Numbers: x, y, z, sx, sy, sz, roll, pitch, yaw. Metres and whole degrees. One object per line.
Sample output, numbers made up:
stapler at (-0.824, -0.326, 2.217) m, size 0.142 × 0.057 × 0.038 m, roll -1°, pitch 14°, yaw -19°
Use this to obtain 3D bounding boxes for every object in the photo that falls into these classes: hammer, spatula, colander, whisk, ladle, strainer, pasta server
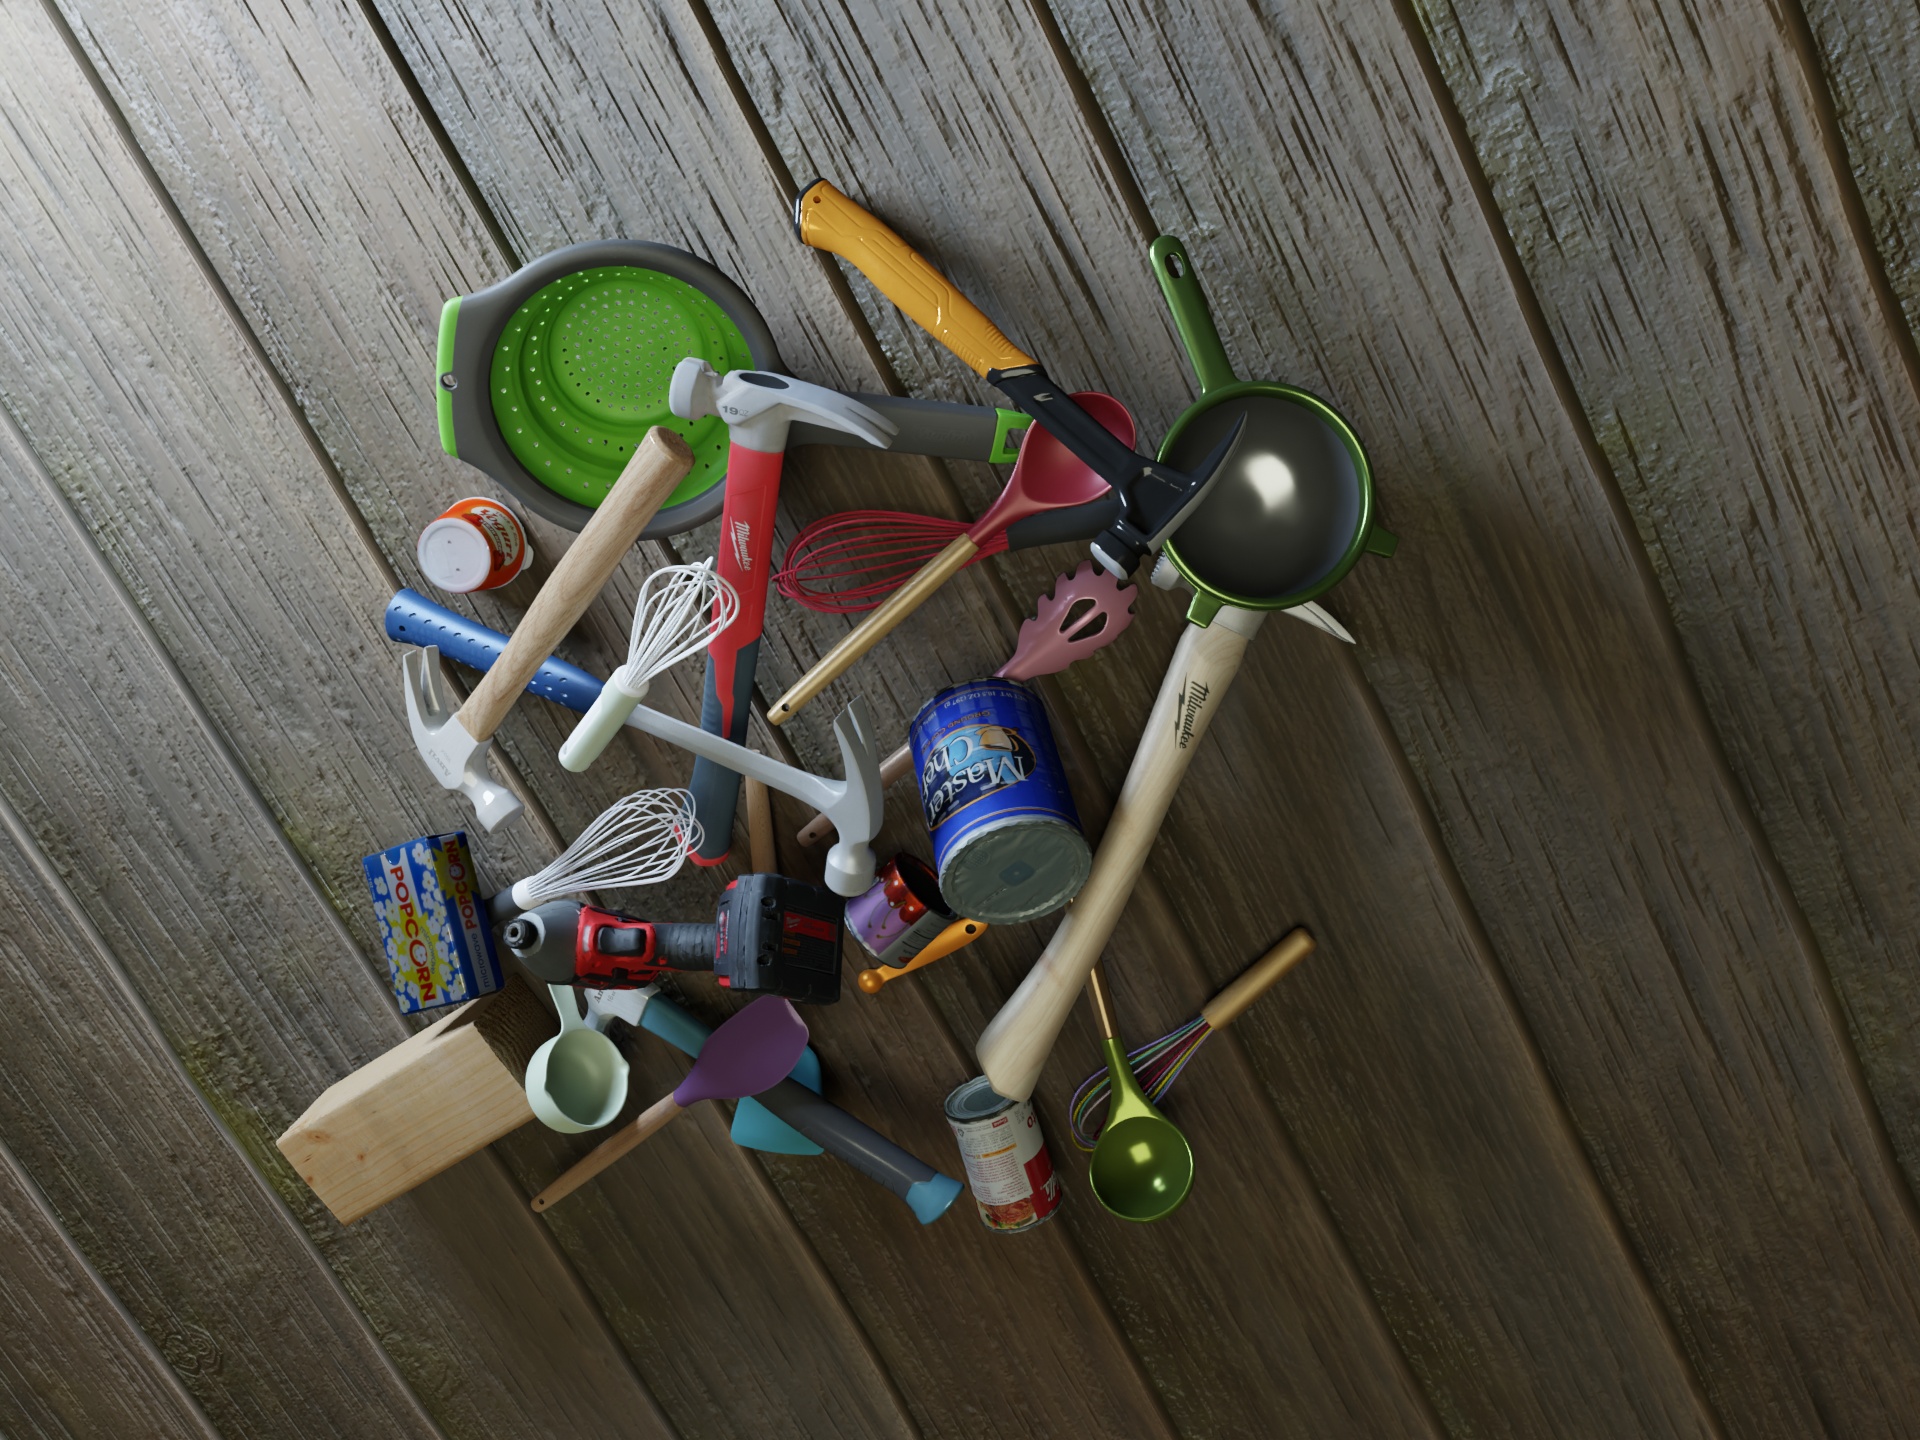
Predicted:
hammer at (0.024, -0.243, 1.023) m, size 0.337 × 0.034 × 0.127 m, roll 42°, pitch 89°, yaw 12°
spatula at (-0.229, 0.304, 1.219) m, size 0.316 × 0.018 × 0.060 m, roll -38°, pitch 84°, yaw 25°
colander at (-0.143, -0.225, 1.076) m, size 0.397 × 0.095 × 0.204 m, roll 4°, pitch 122°, yaw -13°
hammer at (-0.276, -0.070, 1.064) m, size 0.130 × 0.031 × 0.331 m, roll 47°, pitch 120°, yaw 7°
whisk at (-0.211, -0.030, 1.030) m, size 0.059 × 0.058 × 0.246 m, roll 23°, pitch 140°, yaw -23°
hammer at (0.127, 0.086, 1.121) m, size 0.146 × 0.038 × 0.410 m, roll 24°, pitch 97°, yaw -2°
ladle at (0.102, 0.208, 1.161) m, size 0.078 × 0.062 × 0.320 m, roll -15°, pitch 91°, yaw 10°
whisk at (0.013, -0.125, 1.100) m, size 0.296 × 0.073 × 0.073 m, roll -10°, pitch 106°, yaw 4°
hammer at (-0.232, -0.012, 1.107) m, size 0.406 × 0.035 × 0.144 m, roll 22°, pitch 127°, yaw 18°
hammer at (-0.140, -0.051, 1.091) m, size 0.143 × 0.038 × 0.386 m, roll 16°, pitch 124°, yaw 5°
spatula at (-0.146, 0.178, 1.215) m, size 0.082 × 0.044 × 0.317 m, roll 2°, pitch 106°, yaw 21°
strainer at (0.174, -0.194, 1.059) m, size 0.151 × 0.069 × 0.256 m, roll -21°, pitch 89°, yaw -6°
pasta server at (-0.002, -0.004, 1.155) m, size 0.316 × 0.040 × 0.060 m, roll -38°, pitch 99°, yaw 20°
hammer at (-0.145, 0.279, 1.207) m, size 0.331 × 0.033 × 0.128 m, roll 30°, pitch 111°, yaw 13°
whisk at (-0.300, 0.118, 1.189) m, size 0.284 × 0.070 × 0.070 m, roll -25°, pitch 103°, yaw 29°
whisk at (0.175, 0.244, 1.201) m, size 0.051 × 0.047 × 0.245 m, roll 44°, pitch 103°, yaw -6°
ladle at (-0.011, -0.102, 1.062) m, size 0.315 × 0.031 × 0.069 m, roll -41°, pitch 91°, yaw 8°

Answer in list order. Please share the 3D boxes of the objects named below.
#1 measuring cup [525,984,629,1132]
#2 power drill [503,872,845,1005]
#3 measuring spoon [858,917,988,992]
measuring cup at (-0.309, 0.234, 1.216) m, size 0.038 × 0.083 × 0.168 m, roll -28°, pitch 76°, yaw 34°
power drill at (-0.202, 0.155, 1.109) m, size 0.220 × 0.143 × 0.079 m, roll -5°, pitch 74°, yaw 25°
measuring spoon at (-0.029, 0.180, 1.219) m, size 0.117 × 0.011 × 0.021 m, roll -30°, pitch 102°, yaw 14°
